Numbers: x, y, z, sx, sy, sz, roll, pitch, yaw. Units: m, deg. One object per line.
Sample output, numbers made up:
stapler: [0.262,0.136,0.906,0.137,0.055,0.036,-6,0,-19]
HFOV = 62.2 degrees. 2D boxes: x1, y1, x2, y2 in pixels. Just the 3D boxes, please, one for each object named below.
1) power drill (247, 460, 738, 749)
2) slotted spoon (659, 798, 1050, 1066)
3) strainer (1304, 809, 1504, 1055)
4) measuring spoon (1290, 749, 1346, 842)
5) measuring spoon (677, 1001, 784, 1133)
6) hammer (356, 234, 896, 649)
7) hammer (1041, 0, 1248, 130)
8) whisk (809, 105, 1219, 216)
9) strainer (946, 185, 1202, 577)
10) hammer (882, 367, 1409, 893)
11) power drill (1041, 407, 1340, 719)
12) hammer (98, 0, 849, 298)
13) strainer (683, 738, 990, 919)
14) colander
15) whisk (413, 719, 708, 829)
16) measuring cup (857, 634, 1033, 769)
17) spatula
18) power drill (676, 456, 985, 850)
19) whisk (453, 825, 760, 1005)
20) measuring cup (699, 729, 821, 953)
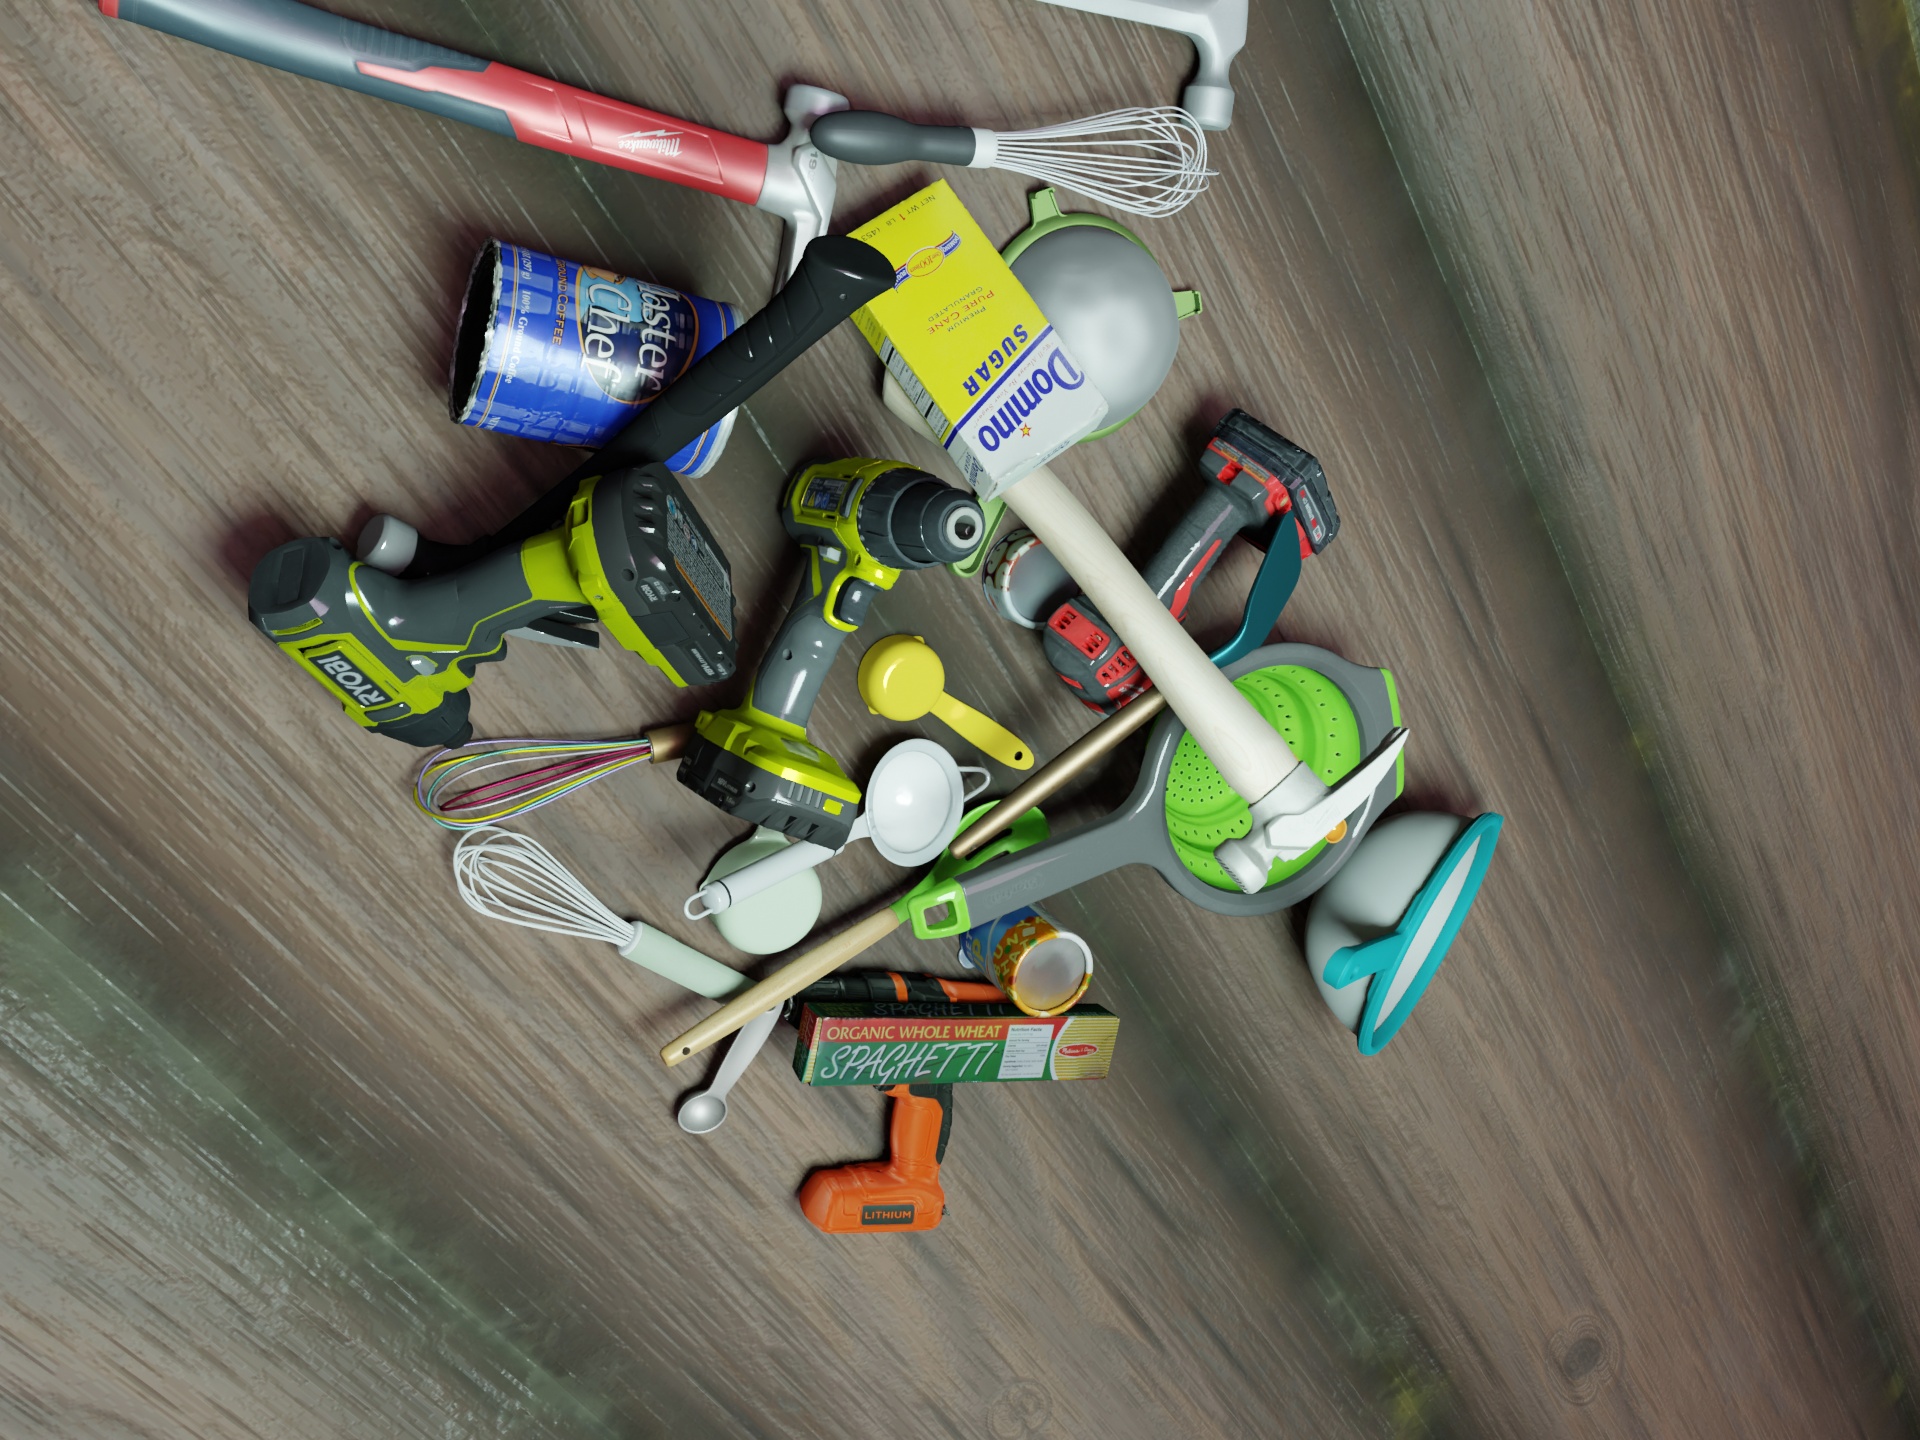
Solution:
power drill: [-0.243,-0.052,0.873,0.223,0.080,0.171,-13,147,9]
slotted spoon: [-0.068,0.144,1.083,0.314,0.031,0.070,-30,111,-25]
strainer: [0.299,0.148,1.191,0.340,0.095,0.211,1,115,-60]
measuring spoon: [0.239,0.045,1.128,0.021,0.011,0.116,-45,115,-6]
measuring spoon: [-0.155,0.229,1.085,0.034,0.018,0.124,25,104,-31]
hammer: [-0.165,-0.146,0.856,0.334,0.035,0.146,-32,140,27]
hammer: [0.001,-0.458,0.950,0.405,0.035,0.144,-1,106,-26]
whisk: [0.038,-0.348,0.974,0.284,0.070,0.070,-6,108,-29]
strainer: [0.065,-0.206,1.039,0.151,0.069,0.256,26,92,-30]
hammer: [0.105,-0.090,1.009,0.146,0.038,0.410,-41,92,-1]
power drill: [0.157,-0.094,1.102,0.219,0.079,0.143,-48,149,-1]
hammer: [-0.252,-0.322,0.867,0.386,0.038,0.143,7,104,-28]
strainer: [-0.081,0.075,1.034,0.258,0.050,0.087,-24,109,-45]
colander: [0.130,0.059,1.139,0.397,0.095,0.204,-20,113,-19]
whisk: [-0.214,0.025,0.991,0.245,0.047,0.051,-13,110,-26]
measuring cup: [-0.002,-0.003,1.091,0.156,0.029,0.062,33,90,-28]
spatula: [0.115,-0.015,1.058,0.317,0.044,0.082,-37,149,-3]
power drill: [-0.073,-0.047,0.939,0.080,0.191,0.228,22,89,-31]
whisk: [-0.219,0.136,1.023,0.058,0.059,0.246,-28,132,34]
measuring cup: [-0.118,0.078,1.043,0.083,0.038,0.167,3,113,-29]
